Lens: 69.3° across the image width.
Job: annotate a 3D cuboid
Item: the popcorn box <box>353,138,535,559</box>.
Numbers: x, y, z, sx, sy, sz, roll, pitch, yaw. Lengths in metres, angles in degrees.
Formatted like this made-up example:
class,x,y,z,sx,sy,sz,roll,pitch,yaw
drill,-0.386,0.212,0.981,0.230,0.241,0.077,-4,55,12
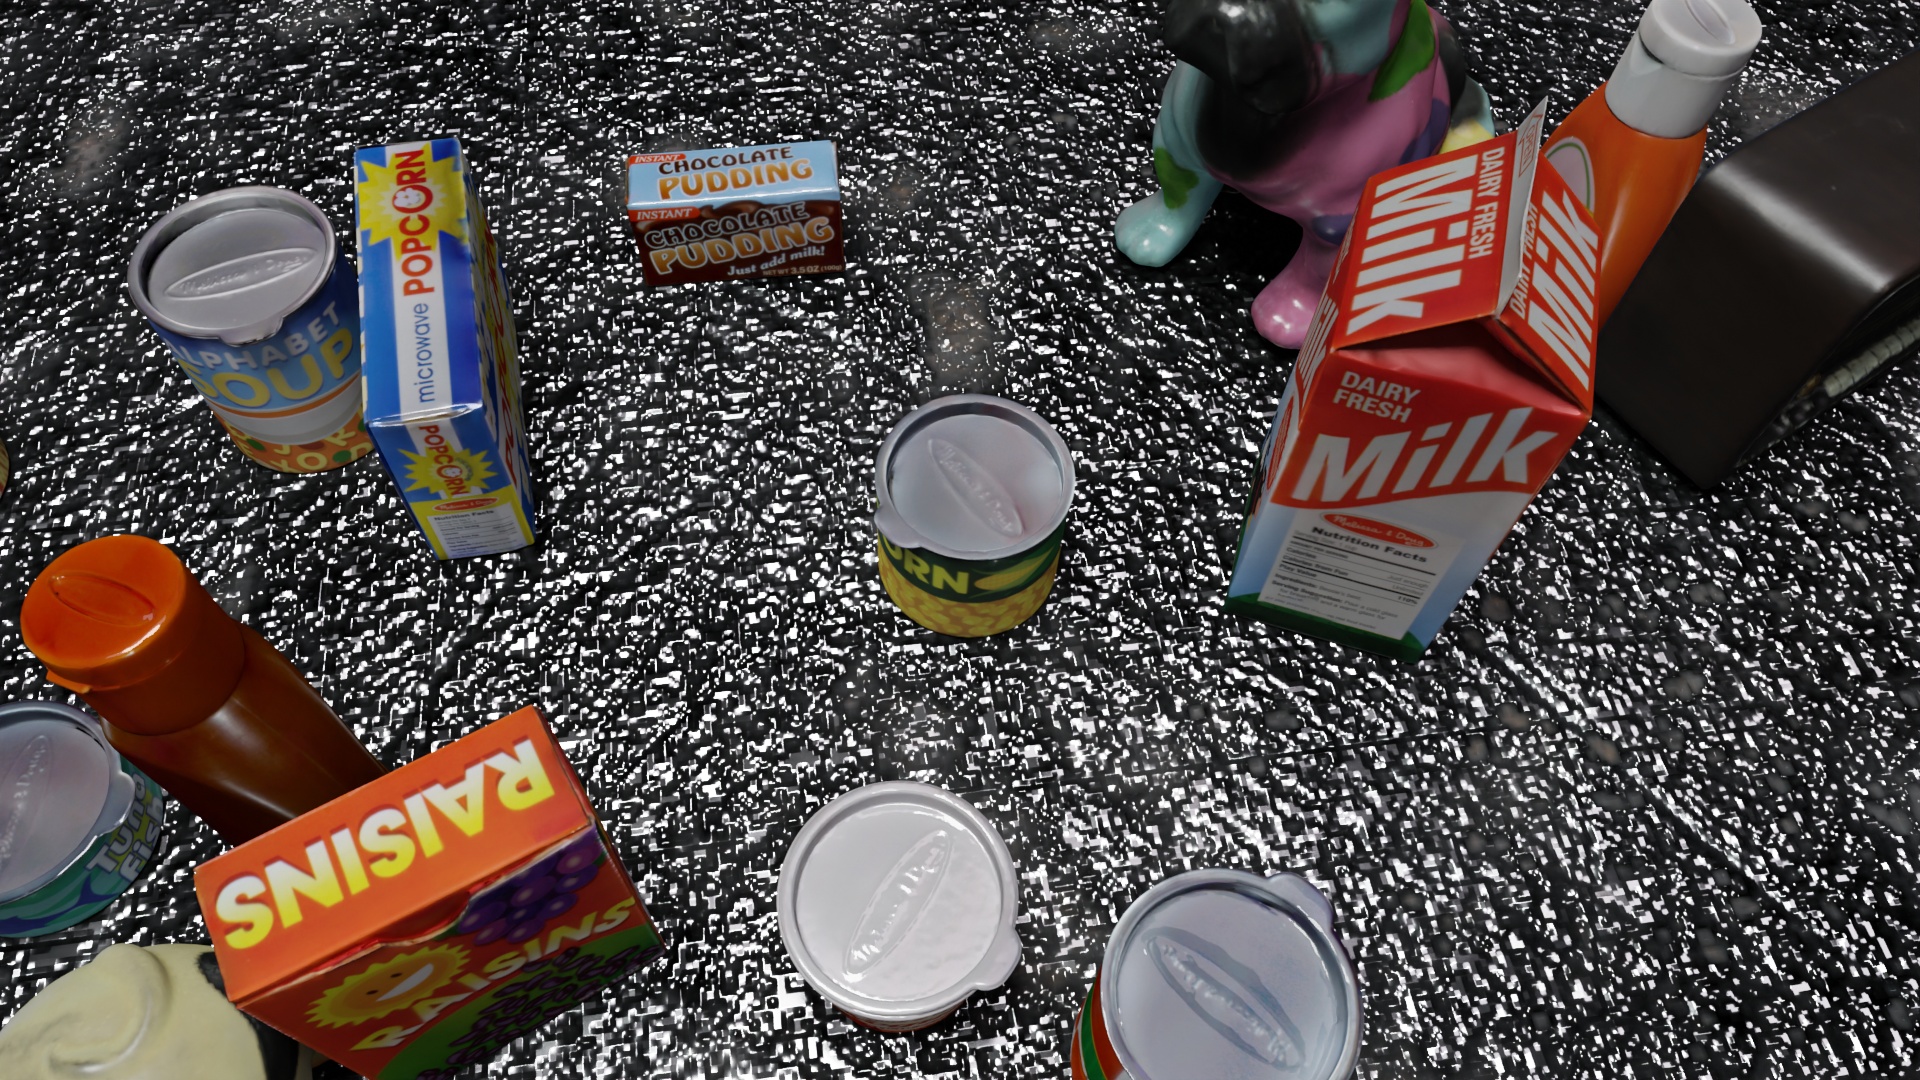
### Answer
class,x,y,z,sx,sy,sz,roll,pitch,yaw
popcorn box,-0.183,-0.068,0.495,0.038,0.084,0.127,-11,60,-9

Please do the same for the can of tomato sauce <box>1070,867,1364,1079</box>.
class,x,y,z,sx,sy,sz,roll,pitch,yaw
can of tomato sauce,0.067,0.134,0.384,0.071,0.082,0.071,1,59,-2

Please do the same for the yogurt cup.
class,x,y,z,sx,sy,sz,roll,pitch,yaw
yogurt cup,-0.018,0.112,0.411,0.072,0.053,0.073,1,59,-2

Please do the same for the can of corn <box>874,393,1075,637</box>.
class,x,y,z,sx,sy,sz,roll,pitch,yaw
can of corn,0.002,-0.006,0.482,0.071,0.058,0.071,1,59,-2

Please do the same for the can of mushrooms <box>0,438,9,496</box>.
class,x,y,z,sx,sy,sz,roll,pitch,yaw
can of mushrooms,-0.378,-0.028,0.492,0.071,0.033,0.071,1,58,-2

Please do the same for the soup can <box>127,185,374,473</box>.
class,x,y,z,sx,sy,sz,roll,pitch,yaw
soup can,-0.242,-0.071,0.495,0.071,0.083,0.071,1,59,-2

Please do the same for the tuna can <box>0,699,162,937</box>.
class,x,y,z,sx,sy,sz,roll,pitch,yaw
tuna can,-0.283,0.085,0.427,0.071,0.032,0.071,1,58,-2

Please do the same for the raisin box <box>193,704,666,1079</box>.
class,x,y,z,sx,sy,sz,roll,pitch,yaw
raisin box,-0.133,0.101,0.371,0.086,0.122,0.040,-26,63,-17

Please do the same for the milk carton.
class,x,y,z,sx,sy,sz,roll,pitch,yaw
milk carton,0.141,-0.042,0.433,0.073,0.189,0.073,16,59,7

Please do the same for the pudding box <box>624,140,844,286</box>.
class,x,y,z,sx,sy,sz,roll,pitch,yaw
pudding box,-0.089,-0.132,0.560,0.084,0.049,0.030,-6,59,-6

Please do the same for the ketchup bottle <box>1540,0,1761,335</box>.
class,x,y,z,sx,sy,sz,roll,pitch,yaw
ketchup bottle,0.244,-0.135,0.520,0.043,0.148,0.065,-12,60,-9

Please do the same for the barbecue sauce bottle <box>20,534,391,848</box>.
class,x,y,z,sx,sy,sz,roll,pitch,yaw
barbecue sauce bottle,-0.202,0.052,0.384,0.065,0.147,0.044,19,60,9
